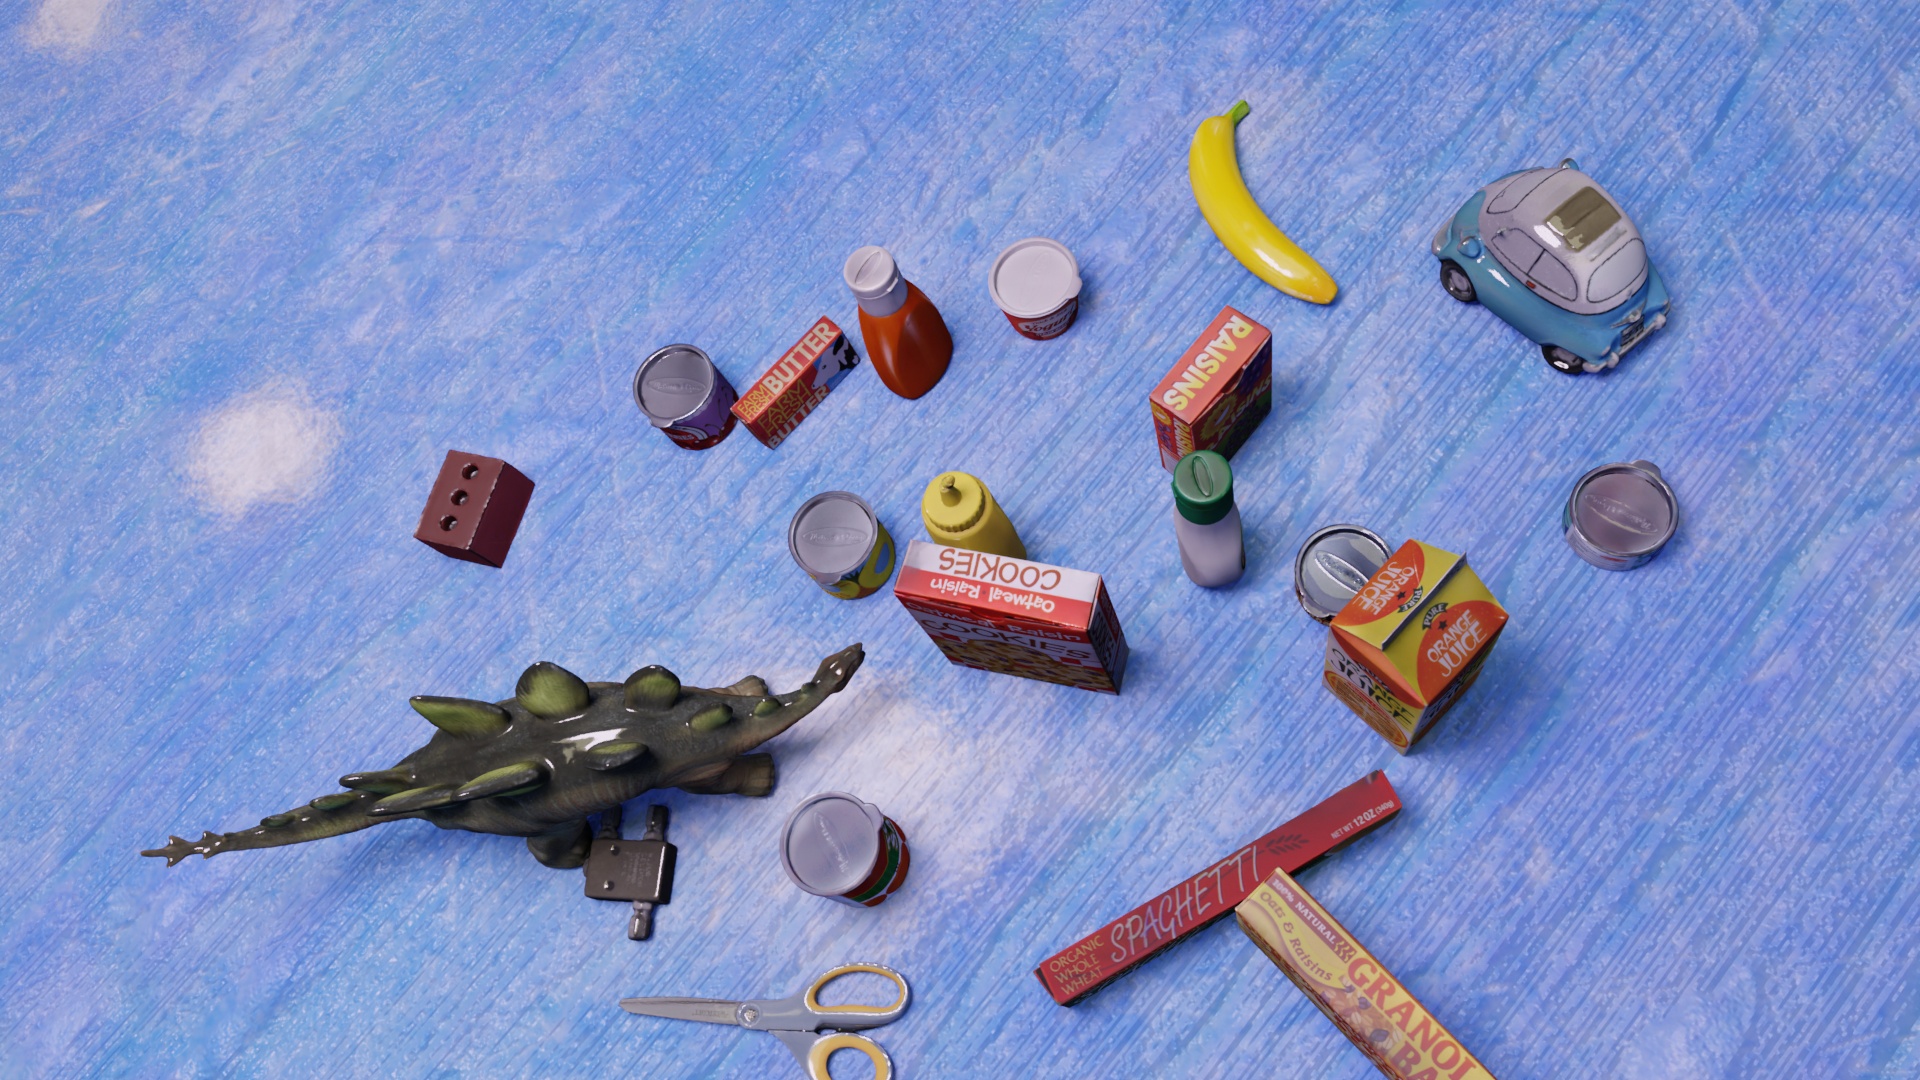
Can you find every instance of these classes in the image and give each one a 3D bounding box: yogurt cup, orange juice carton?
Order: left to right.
[{"bbox_3d":[0.059,-0.187,1.051,0.072,0.053,0.072,-4,69,11],"label":"yogurt cup"},{"bbox_3d":[0.269,0.063,0.833,0.072,0.192,0.073,-45,67,-6],"label":"orange juice carton"}]

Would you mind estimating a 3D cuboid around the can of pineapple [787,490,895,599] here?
[{"bbox_3d":[-0.086,0.006,1.008,0.071,0.057,0.071,-4,69,11],"label":"can of pineapple"}]

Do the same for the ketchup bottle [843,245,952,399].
[{"bbox_3d":[-0.046,-0.161,1.013,0.043,0.148,0.065,30,79,21],"label":"ketchup bottle"}]

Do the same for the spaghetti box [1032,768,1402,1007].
[{"bbox_3d":[0.163,0.221,0.875,0.250,0.050,0.029,-30,66,0],"label":"spaghetti box"}]

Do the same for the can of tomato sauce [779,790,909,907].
[{"bbox_3d":[-0.073,0.204,0.916,0.071,0.083,0.071,-4,69,11],"label":"can of tomato sauce"}]

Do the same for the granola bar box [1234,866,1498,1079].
[{"bbox_3d":[0.233,0.267,0.801,0.039,0.124,0.166,-44,67,-5],"label":"granola bar box"}]

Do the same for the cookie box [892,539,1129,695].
[{"bbox_3d":[0.038,0.054,0.902,0.123,0.167,0.040,10,73,16],"label":"cookie box"}]

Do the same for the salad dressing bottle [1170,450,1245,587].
[{"bbox_3d":[0.162,-0.014,0.911,0.044,0.147,0.064,-15,67,7],"label":"salad dressing bottle"}]

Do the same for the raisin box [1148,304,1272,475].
[{"bbox_3d":[0.174,-0.094,0.952,0.040,0.123,0.086,38,82,22],"label":"raisin box"}]

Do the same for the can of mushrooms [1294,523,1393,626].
[{"bbox_3d":[0.257,0.027,0.937,0.071,0.033,0.071,-4,69,11],"label":"can of mushrooms"}]

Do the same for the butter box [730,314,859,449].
[{"bbox_3d":[-0.126,-0.120,1.067,0.024,0.053,0.103,41,83,23],"label":"butter box"}]

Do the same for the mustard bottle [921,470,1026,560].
[{"bbox_3d":[0.003,-0.012,0.939,0.049,0.160,0.065,-46,67,-6],"label":"mustard bottle"}]

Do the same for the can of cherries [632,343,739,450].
[{"bbox_3d":[-0.213,-0.109,1.080,0.071,0.058,0.072,-4,69,11],"label":"can of cherries"}]

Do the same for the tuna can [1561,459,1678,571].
[{"bbox_3d":[0.434,-0.017,0.914,0.071,0.032,0.071,-4,69,11],"label":"tuna can"}]
